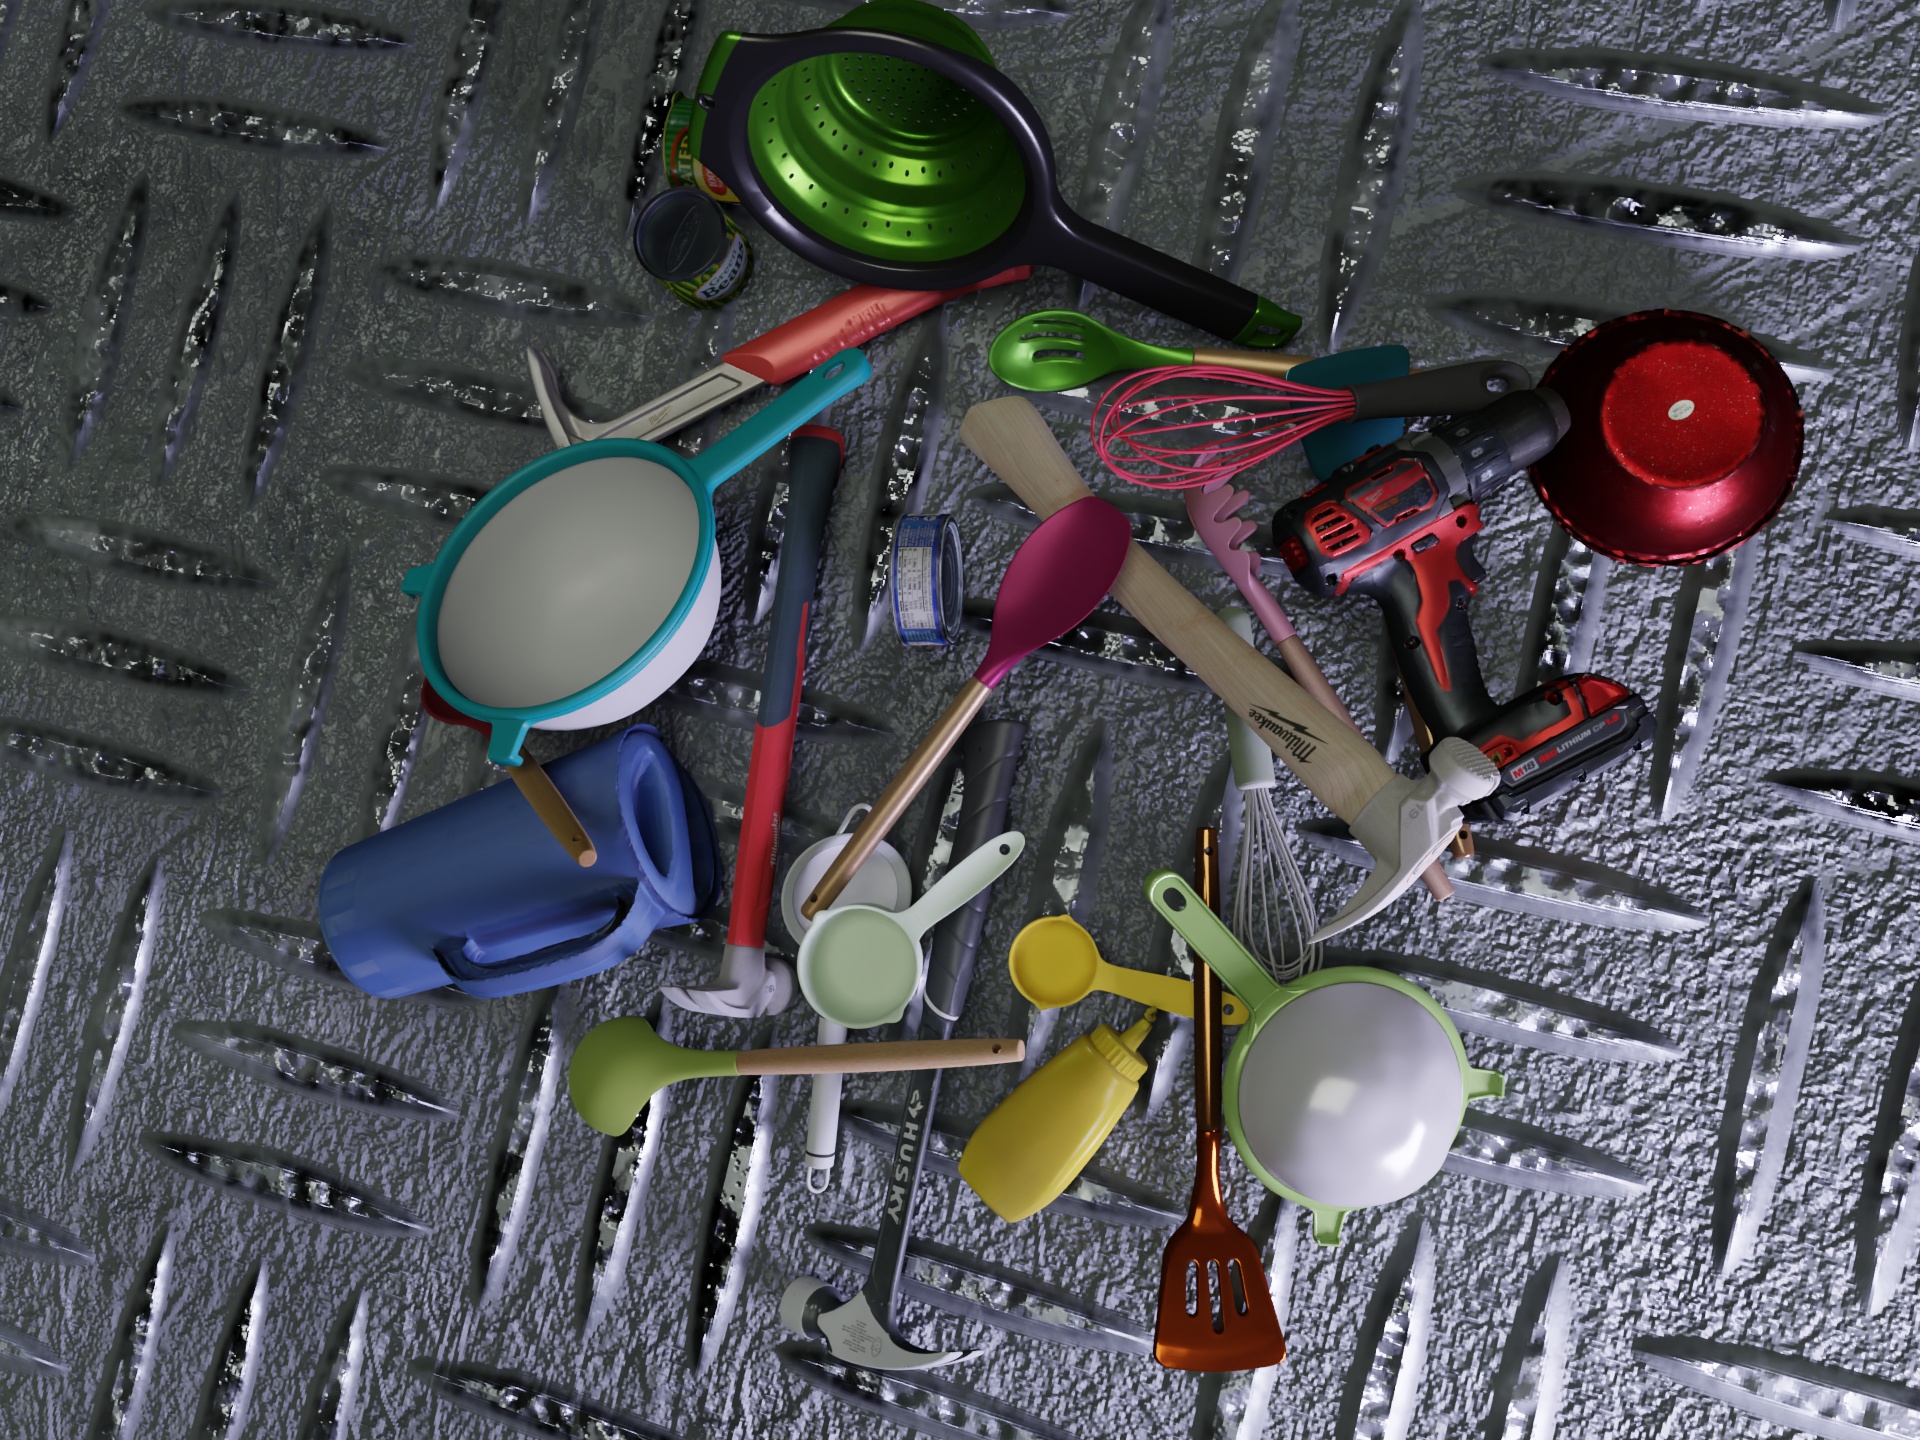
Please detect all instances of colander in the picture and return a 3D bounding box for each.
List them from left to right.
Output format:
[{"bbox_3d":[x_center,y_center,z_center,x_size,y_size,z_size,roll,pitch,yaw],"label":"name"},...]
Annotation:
[{"bbox_3d":[0.037,-0.338,0.985,0.397,0.204,0.095,19,64,-14],"label":"colander"}]

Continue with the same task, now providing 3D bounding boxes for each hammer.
[{"bbox_3d":[-0.123,-0.006,1.018,0.038,0.143,0.386,4,82,16],"label":"hammer"},{"bbox_3d":[-0.115,-0.262,1.079,0.359,0.036,0.149,-25,86,8],"label":"hammer"},{"bbox_3d":[-0.014,0.198,0.998,0.149,0.036,0.409,5,80,44],"label":"hammer"},{"bbox_3d":[0.130,-0.053,0.972,0.411,0.038,0.146,48,123,25],"label":"hammer"}]

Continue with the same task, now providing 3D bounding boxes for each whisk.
[{"bbox_3d":[0.186,0.048,0.990,0.059,0.058,0.246,-3,80,-23],"label":"whisk"},{"bbox_3d":[0.212,-0.184,0.939,0.295,0.073,0.073,-10,82,-17],"label":"whisk"}]

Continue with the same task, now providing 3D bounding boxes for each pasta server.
[{"bbox_3d":[0.223,-0.031,0.988,0.040,0.060,0.316,-33,83,20],"label":"pasta server"}]

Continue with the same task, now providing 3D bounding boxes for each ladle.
[{"bbox_3d":[-0.279,0.022,1.002,0.069,0.316,0.031,-24,121,-20],"label":"ladle"},{"bbox_3d":[-0.109,0.217,0.999,0.320,0.062,0.078,-7,63,20],"label":"ladle"}]

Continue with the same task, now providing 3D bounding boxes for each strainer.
[{"bbox_3d":[-0.184,-0.111,1.029,0.340,0.095,0.211,-37,54,-3],"label":"strainer"},{"bbox_3d":[-0.083,0.179,1.033,0.086,0.050,0.258,5,92,-19],"label":"strainer"},{"bbox_3d":[0.198,0.185,0.916,0.151,0.069,0.256,-42,99,1],"label":"strainer"}]

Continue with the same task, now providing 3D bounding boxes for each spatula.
[{"bbox_3d":[0.154,0.227,0.971,0.081,0.041,0.322,0,88,-2],"label":"spatula"},{"bbox_3d":[0.271,-0.070,0.979,0.082,0.044,0.317,-13,83,-7],"label":"spatula"}]

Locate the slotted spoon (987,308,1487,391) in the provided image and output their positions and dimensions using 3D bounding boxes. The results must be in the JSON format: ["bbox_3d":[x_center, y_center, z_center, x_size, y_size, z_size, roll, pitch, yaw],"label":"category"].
[{"bbox_3d":[0.174,-0.226,1.016,0.314,0.070,0.031,7,57,7],"label":"slotted spoon"}]

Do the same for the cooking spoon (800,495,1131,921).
[{"bbox_3d":[-0.002,-0.003,0.985,0.069,0.017,0.319,40,96,29],"label":"cooking spoon"}]

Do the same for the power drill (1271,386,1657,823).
[{"bbox_3d":[0.313,-0.072,0.935,0.188,0.080,0.227,-29,86,-4],"label":"power drill"}]

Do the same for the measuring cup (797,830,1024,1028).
[{"bbox_3d":[-0.026,0.123,0.987,0.167,0.038,0.083,-39,84,3],"label":"measuring cup"}]

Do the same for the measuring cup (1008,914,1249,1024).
[{"bbox_3d":[0.107,0.165,1.007,0.156,0.029,0.062,15,89,1],"label":"measuring cup"}]
